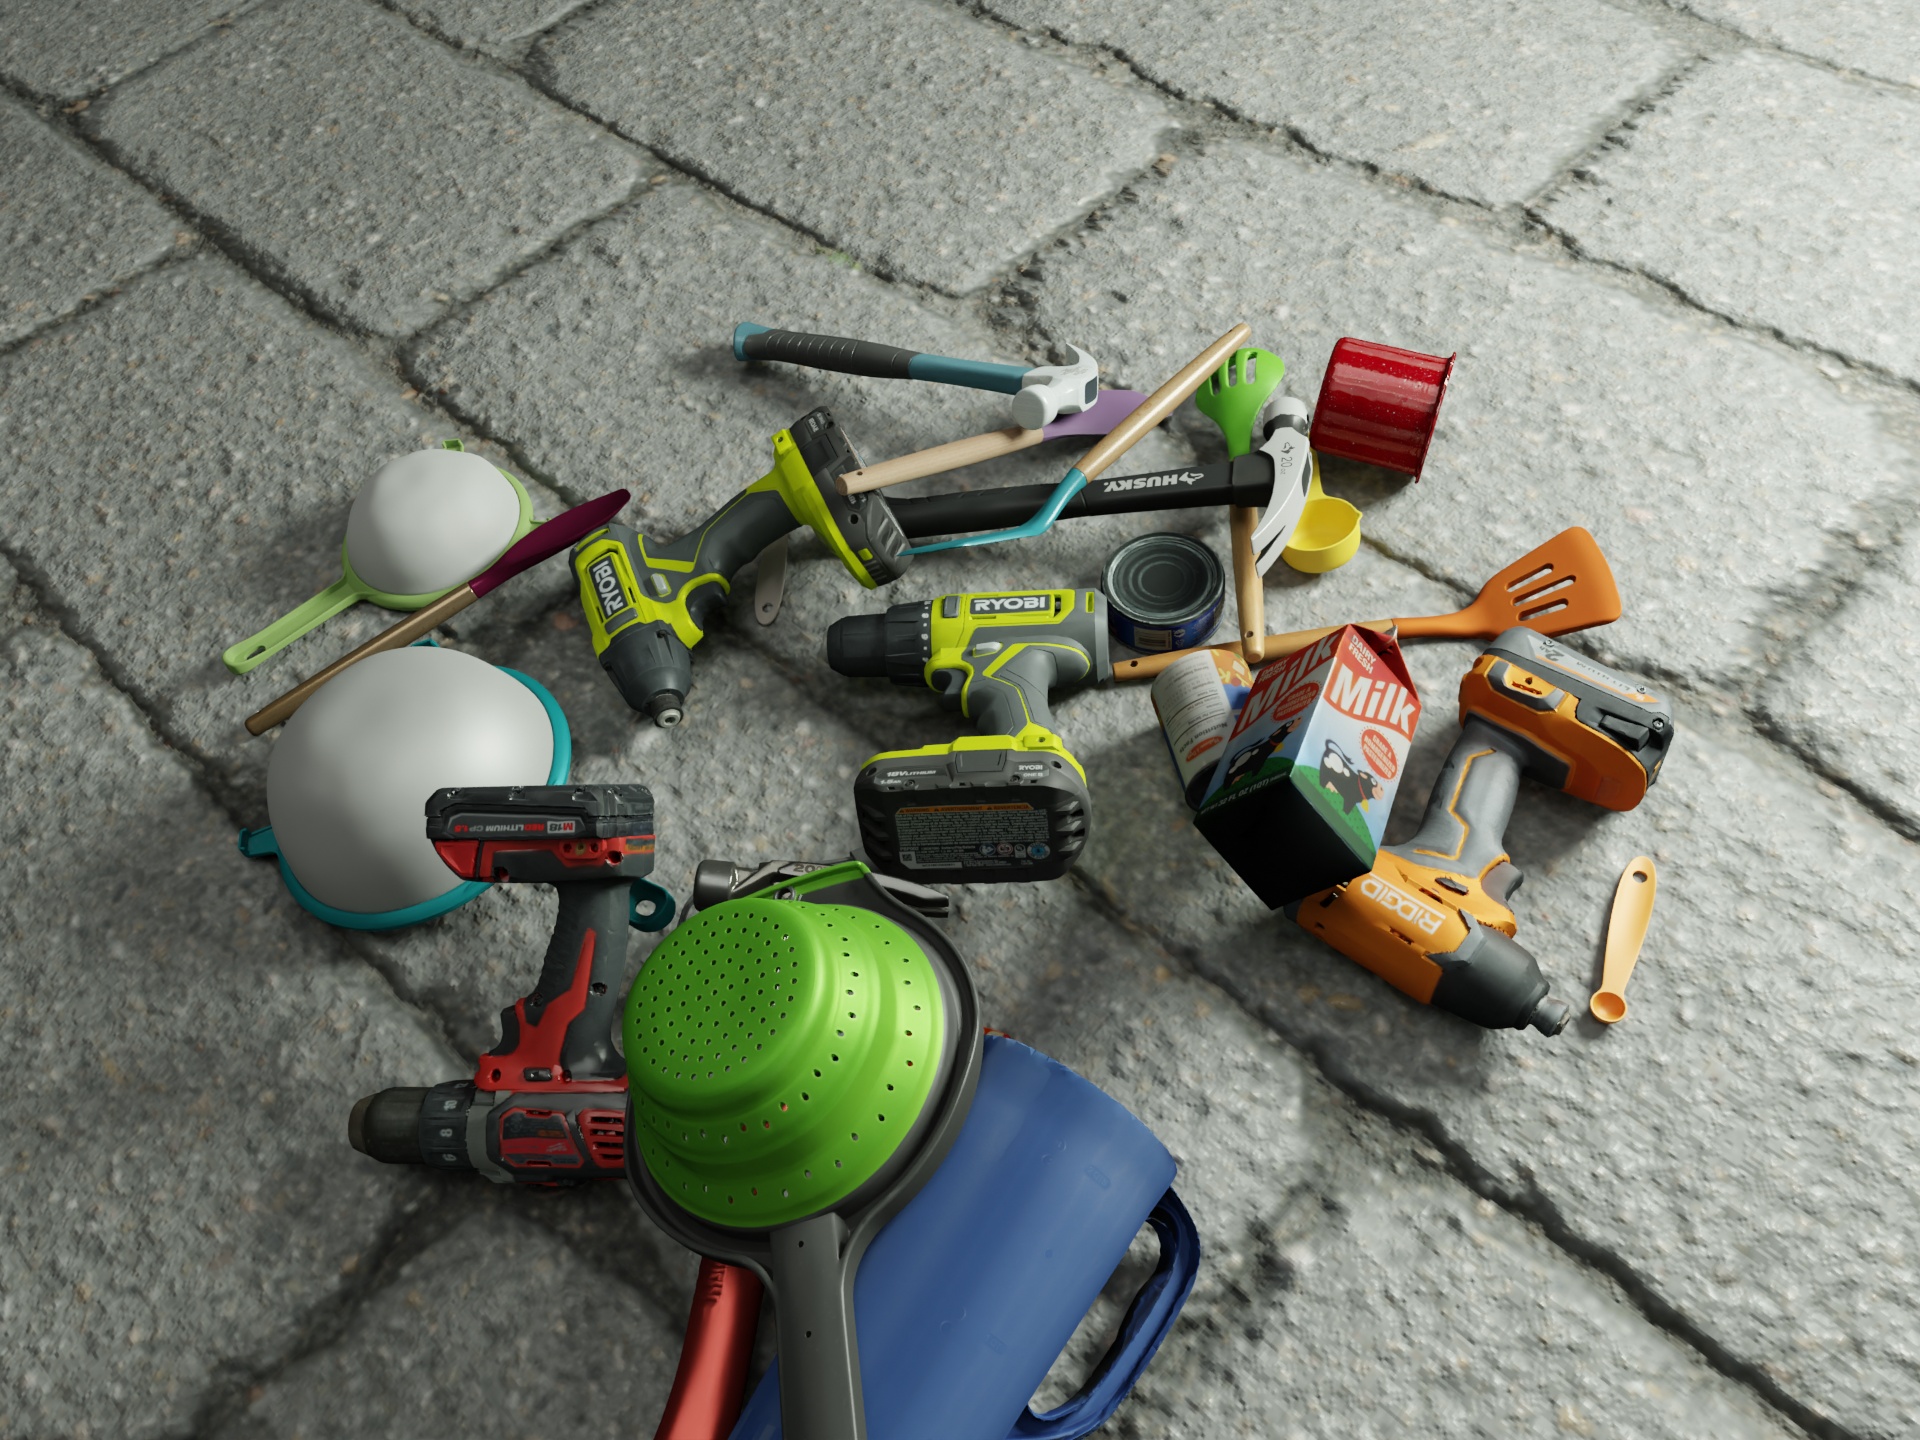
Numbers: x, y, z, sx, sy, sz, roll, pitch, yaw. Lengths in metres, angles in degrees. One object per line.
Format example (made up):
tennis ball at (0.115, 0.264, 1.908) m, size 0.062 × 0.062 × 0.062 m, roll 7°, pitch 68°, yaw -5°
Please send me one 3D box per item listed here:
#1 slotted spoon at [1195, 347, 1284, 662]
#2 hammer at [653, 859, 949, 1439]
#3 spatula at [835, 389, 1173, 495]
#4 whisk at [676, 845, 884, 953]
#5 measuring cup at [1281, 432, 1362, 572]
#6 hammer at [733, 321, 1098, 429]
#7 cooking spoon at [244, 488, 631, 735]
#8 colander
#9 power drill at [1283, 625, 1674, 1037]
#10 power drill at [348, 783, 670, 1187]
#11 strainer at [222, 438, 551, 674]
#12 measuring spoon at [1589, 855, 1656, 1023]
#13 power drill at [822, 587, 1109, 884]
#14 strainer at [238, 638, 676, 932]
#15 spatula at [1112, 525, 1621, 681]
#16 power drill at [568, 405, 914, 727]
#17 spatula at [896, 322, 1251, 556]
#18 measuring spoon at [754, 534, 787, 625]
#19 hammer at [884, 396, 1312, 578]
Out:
slotted spoon at (0.200, -0.163, 1.118) m, size 0.070 × 0.031 × 0.314 m, roll -15°, pitch 47°, yaw 24°
hammer at (-0.103, 0.247, 0.856) m, size 0.149 × 0.036 × 0.359 m, roll 7°, pitch 63°, yaw 3°
spatula at (0.034, -0.199, 1.121) m, size 0.316 × 0.018 × 0.060 m, roll -24°, pitch 48°, yaw -40°
whisk at (-0.064, 0.089, 0.988) m, size 0.239 × 0.055 × 0.055 m, roll -23°, pitch 54°, yaw -13°
measuring cup at (0.249, -0.159, 1.132) m, size 0.062 × 0.029 × 0.157 m, roll -10°, pitch 41°, yaw 12°
hammer at (-0.044, -0.272, 1.216) m, size 0.331 × 0.033 × 0.128 m, roll 16°, pitch 31°, yaw 30°
cooking spoon at (-0.376, -0.081, 1.155) m, size 0.319 × 0.017 × 0.069 m, roll -33°, pitch 29°, yaw -7°
colander at (-0.087, 0.216, 0.735) m, size 0.204 × 0.094 × 0.398 m, roll -21°, pitch 48°, yaw 12°
power drill at (0.317, 0.069, 0.920) m, size 0.164 × 0.084 × 0.226 m, roll 33°, pitch 70°, yaw 27°
power drill at (-0.258, 0.151, 0.907) m, size 0.188 × 0.080 × 0.227 m, roll -2°, pitch 87°, yaw 9°
strainer at (-0.446, -0.129, 1.188) m, size 0.256 × 0.069 × 0.152 m, roll -39°, pitch 58°, yaw -20°
measuring spoon at (0.381, 0.125, 0.912) m, size 0.021 × 0.011 × 0.117 m, roll 17°, pitch 55°, yaw 20°
power drill at (-0.002, -0.003, 1.000) m, size 0.190 × 0.080 × 0.229 m, roll -2°, pitch 38°, yaw 6°
strainer at (-0.319, 0.044, 1.003) m, size 0.341 × 0.095 × 0.211 m, roll 21°, pitch 63°, yaw 31°
spatula at (0.260, -0.062, 1.046) m, size 0.322 × 0.041 × 0.081 m, roll -9°, pitch 54°, yaw 4°
power drill at (-0.154, -0.104, 1.103) m, size 0.223 × 0.080 × 0.171 m, roll -31°, pitch 55°, yaw 5°
spatula at (0.093, -0.190, 1.083) m, size 0.317 × 0.044 × 0.082 m, roll -43°, pitch 20°, yaw -22°
measuring spoon at (-0.135, -0.120, 1.170) m, size 0.034 × 0.018 × 0.124 m, roll 0°, pitch 61°, yaw 9°
hammer at (0.073, -0.149, 1.109) m, size 0.335 × 0.035 × 0.146 m, roll -4°, pitch 48°, yaw 18°
